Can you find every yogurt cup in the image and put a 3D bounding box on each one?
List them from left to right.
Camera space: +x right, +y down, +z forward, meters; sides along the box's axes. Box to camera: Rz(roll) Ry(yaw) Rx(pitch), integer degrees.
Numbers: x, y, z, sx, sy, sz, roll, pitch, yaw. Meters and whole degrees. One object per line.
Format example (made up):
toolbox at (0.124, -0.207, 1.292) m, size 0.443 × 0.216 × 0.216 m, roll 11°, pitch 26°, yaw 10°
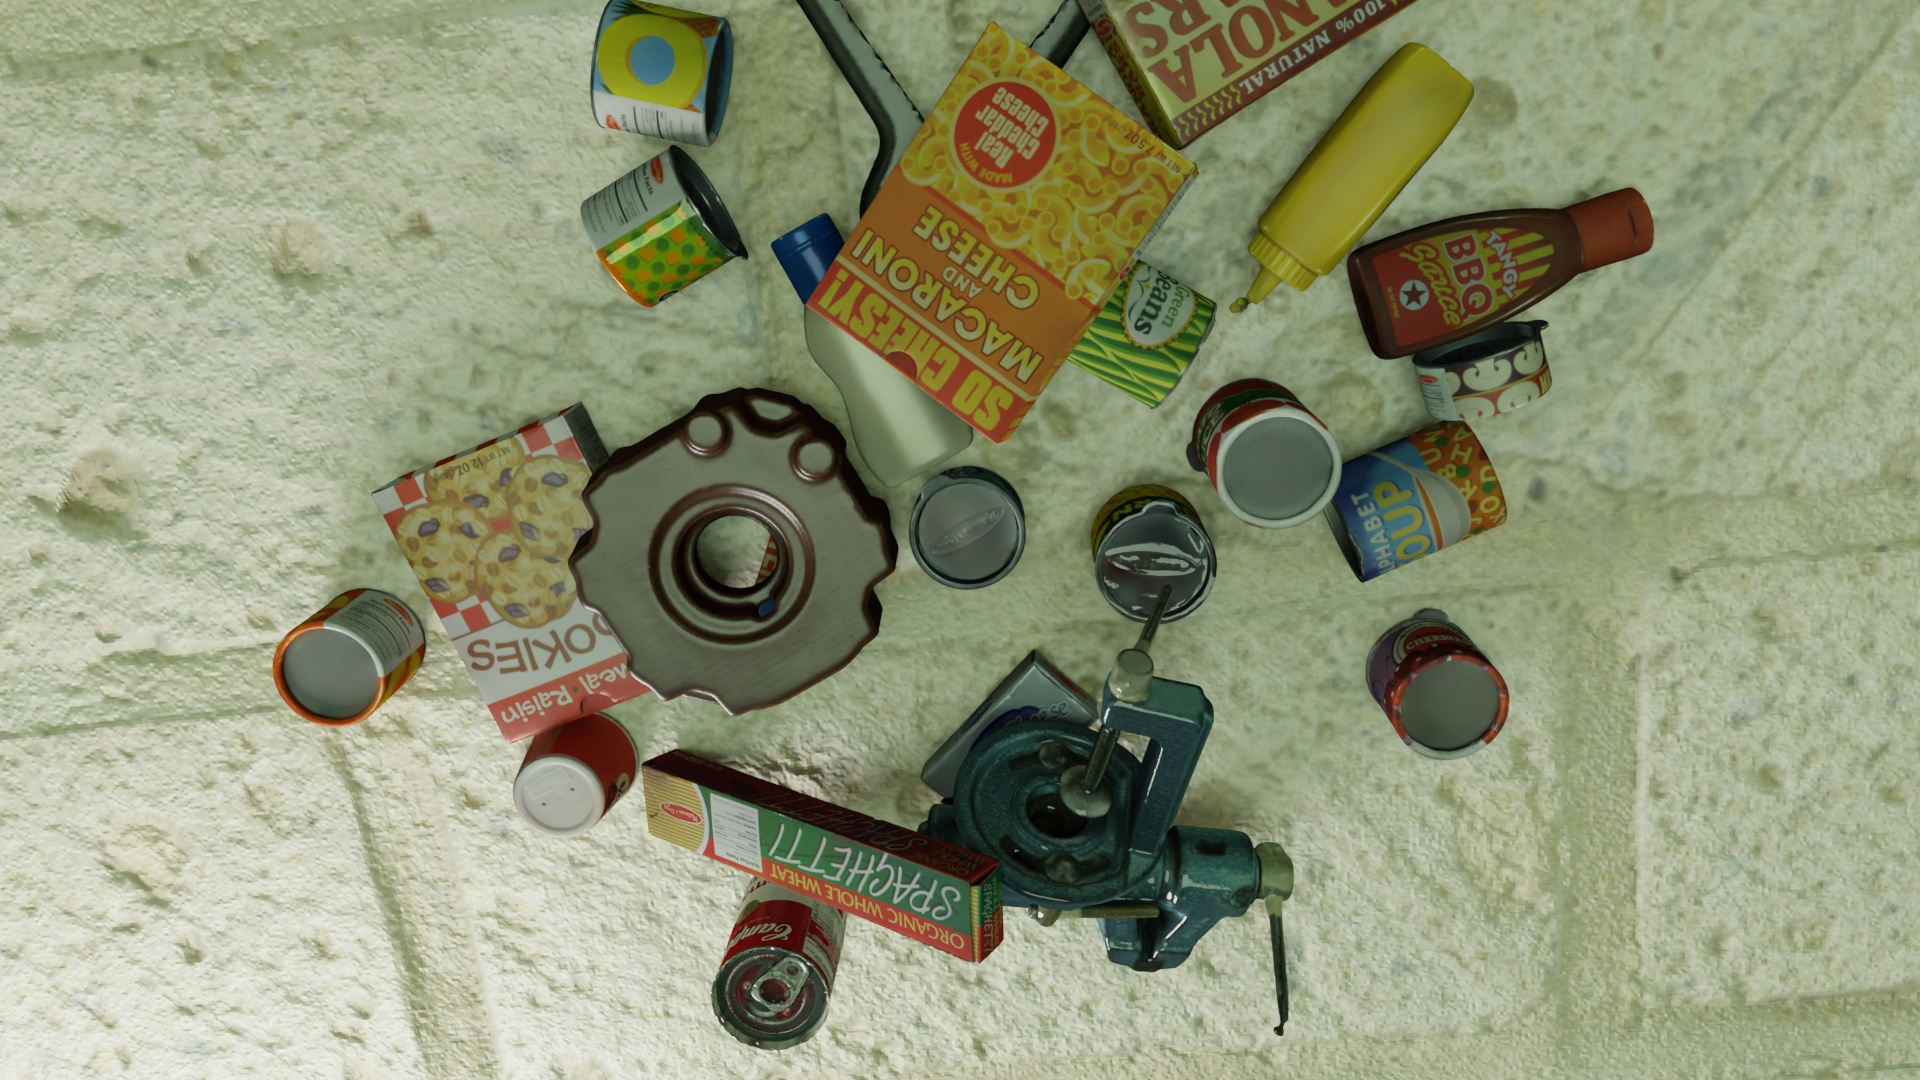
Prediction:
yogurt cup at (-0.233, 0.142, 0.834) m, size 0.072 × 0.054 × 0.072 m, roll 0°, pitch 106°, yaw 2°

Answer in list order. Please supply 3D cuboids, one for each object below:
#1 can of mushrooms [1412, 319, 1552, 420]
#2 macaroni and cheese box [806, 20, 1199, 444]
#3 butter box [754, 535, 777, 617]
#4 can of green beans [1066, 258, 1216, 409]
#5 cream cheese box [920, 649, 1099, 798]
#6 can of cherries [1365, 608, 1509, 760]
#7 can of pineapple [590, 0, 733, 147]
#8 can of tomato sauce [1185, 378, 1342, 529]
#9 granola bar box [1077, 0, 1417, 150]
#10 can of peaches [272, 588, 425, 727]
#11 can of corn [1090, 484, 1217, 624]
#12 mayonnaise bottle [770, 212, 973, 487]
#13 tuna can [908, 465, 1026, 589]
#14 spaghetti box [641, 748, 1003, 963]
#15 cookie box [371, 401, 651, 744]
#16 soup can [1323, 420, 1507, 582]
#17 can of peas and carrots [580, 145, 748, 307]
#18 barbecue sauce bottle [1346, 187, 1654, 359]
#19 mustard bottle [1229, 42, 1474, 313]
can of mushrooms at (0.282, -0.092, 0.743) m, size 0.071 × 0.071 × 0.033 m, roll -18°, pitch 106°, yaw 7°
macaroni and cheese box at (0.019, -0.151, 0.694) m, size 0.124 × 0.040 × 0.166 m, roll 37°, pitch 102°, yaw 6°
butter box at (-0.090, 0.016, 0.808) m, size 0.053 × 0.024 × 0.103 m, roll 18°, pitch 106°, yaw -4°
can of green beans at (0.095, -0.113, 0.743) m, size 0.058 × 0.071 × 0.071 m, roll 29°, pitch 105°, yaw -6°
cream cheese box at (0.029, 0.121, 0.835) m, size 0.053 × 0.024 × 0.103 m, roll 40°, pitch 103°, yaw -9°
can of cherries at (0.273, 0.082, 0.799) m, size 0.071 × 0.058 × 0.071 m, roll 0°, pitch 107°, yaw 2°
can of pineapple at (-0.152, -0.242, 0.713) m, size 0.058 × 0.071 × 0.070 m, roll 11°, pitch 107°, yaw -2°
can of tomato sauce at (0.162, -0.048, 0.751) m, size 0.071 × 0.083 × 0.071 m, roll 0°, pitch 106°, yaw 1°
granola bar box at (0.145, -0.290, 0.689) m, size 0.165 × 0.039 × 0.124 m, roll -32°, pitch 103°, yaw 0°
can of peaches at (-0.359, 0.070, 0.814) m, size 0.071 × 0.058 × 0.071 m, roll 0°, pitch 106°, yaw 1°
can of corn at (0.107, 0.004, 0.781) m, size 0.071 × 0.058 × 0.071 m, roll 1°, pitch 107°, yaw 2°
mayonnaise bottle at (-0.052, -0.106, 0.763) m, size 0.065 × 0.041 × 0.148 m, roll -28°, pitch 103°, yaw 8°
tuna can at (0.003, -0.010, 0.793) m, size 0.071 × 0.033 × 0.071 m, roll 0°, pitch 106°, yaw 1°
spaghetti box at (-0.084, 0.173, 0.783) m, size 0.250 × 0.029 × 0.050 m, roll 11°, pitch 111°, yaw 34°
cookie box at (-0.242, 0.021, 0.805) m, size 0.123 × 0.040 × 0.167 m, roll -21°, pitch 104°, yaw 7°
soup can at (0.247, -0.021, 0.763) m, size 0.084 × 0.071 × 0.071 m, roll -24°, pitch 104°, yaw 8°
can of peas and carrots at (-0.157, -0.164, 0.737) m, size 0.058 × 0.071 × 0.071 m, roll -28°, pitch 104°, yaw 10°
barbecue sauce bottle at (0.287, -0.147, 0.739) m, size 0.148 × 0.044 × 0.064 m, roll -17°, pitch 97°, yaw 6°
mustard bottle at (0.196, -0.180, 0.724) m, size 0.049 × 0.065 × 0.159 m, roll 37°, pitch 110°, yaw -3°
